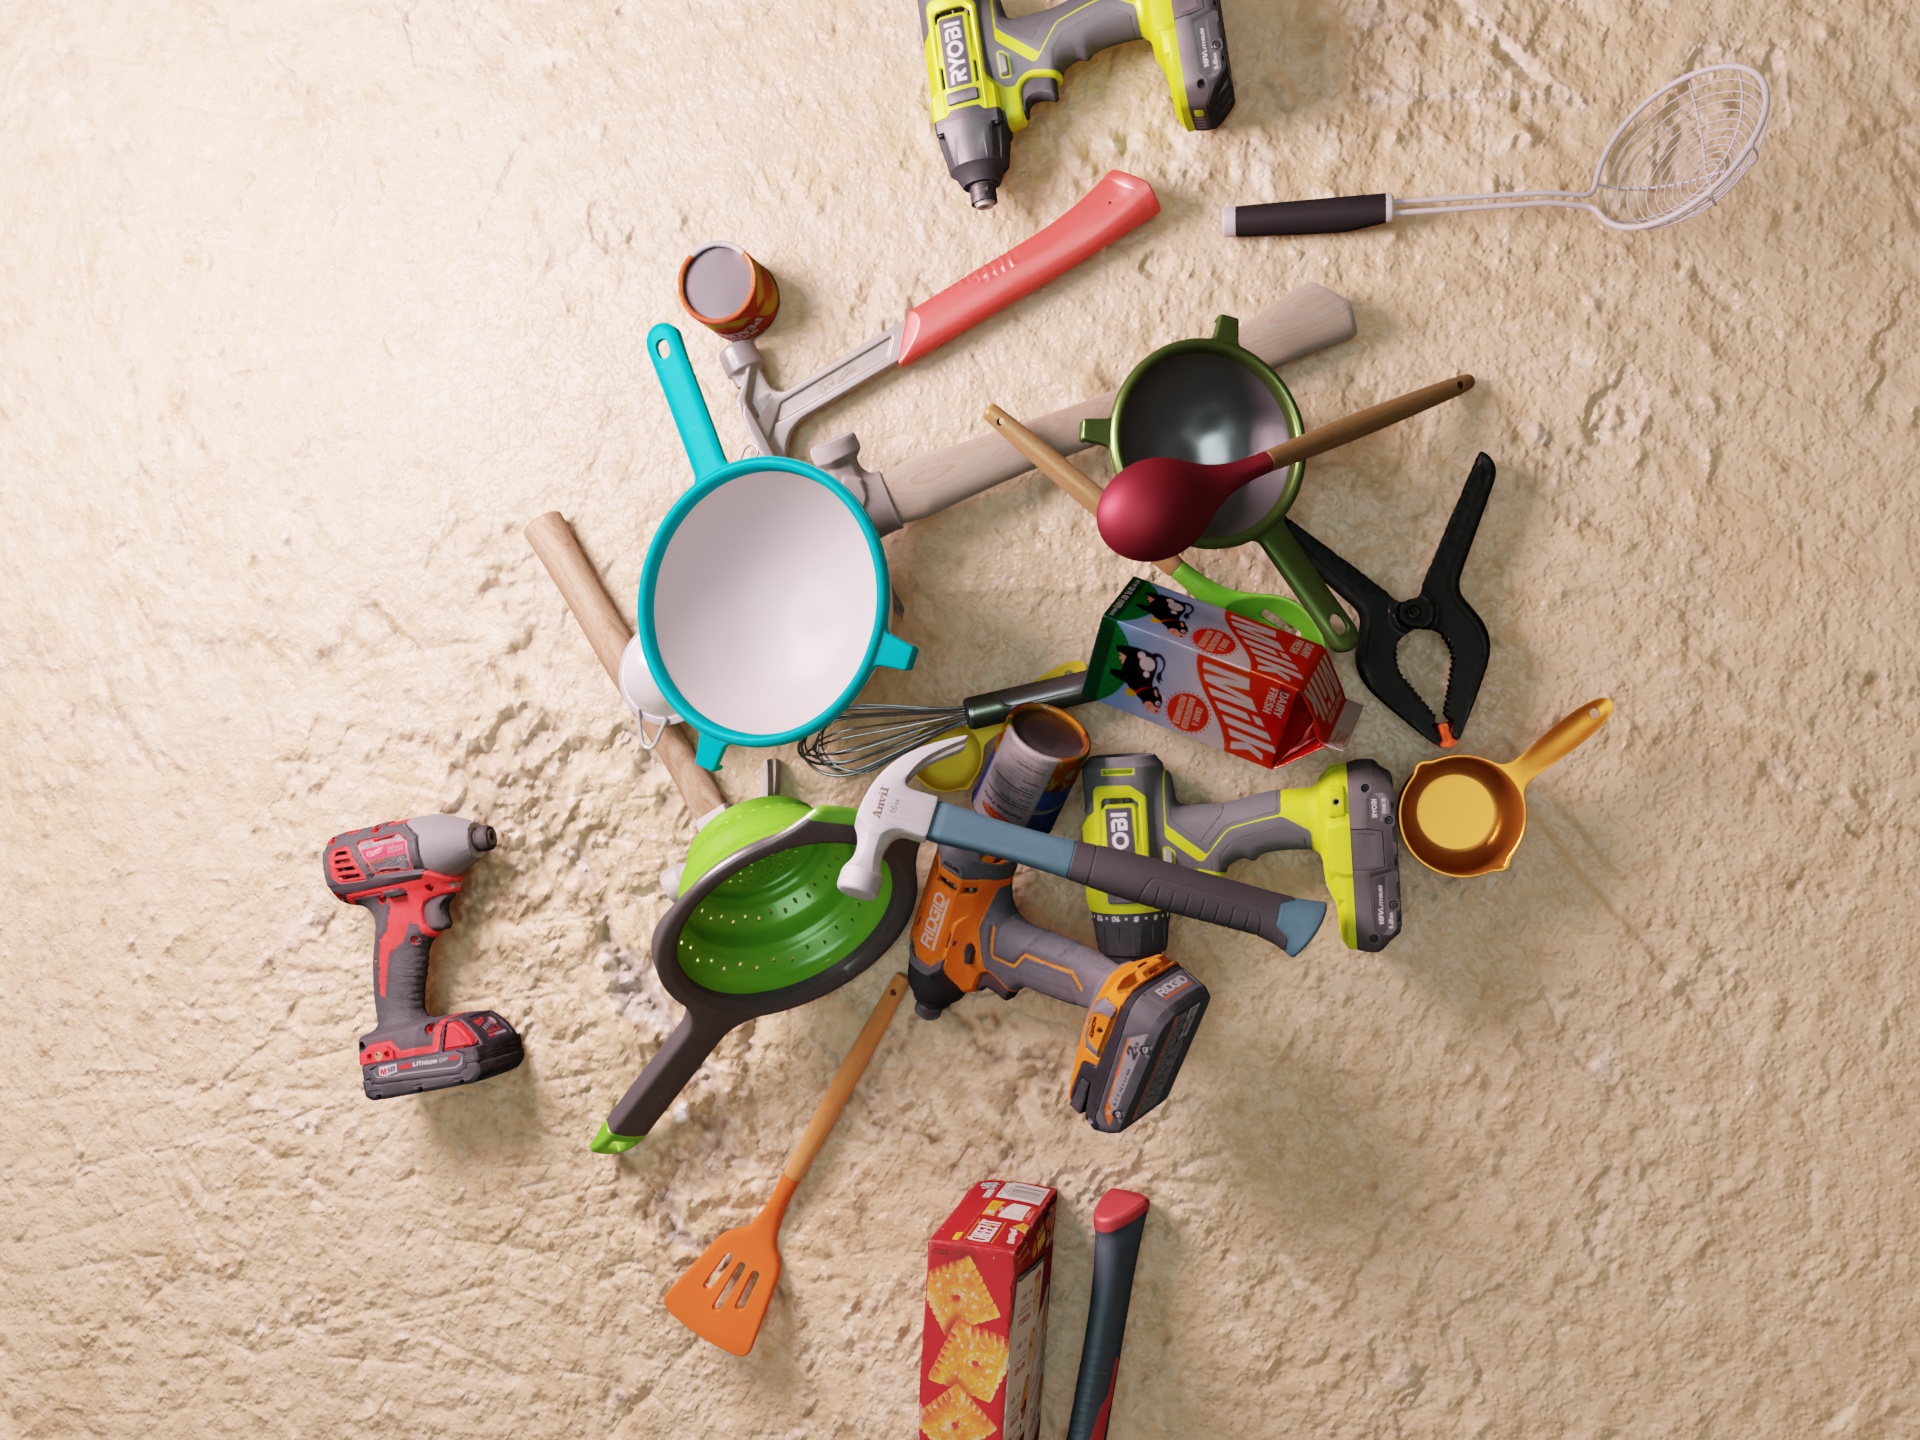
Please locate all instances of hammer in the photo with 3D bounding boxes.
[{"bbox_3d":[-0.006,-0.305,1.228,0.359,0.036,0.149,-28,85,10],"label":"hammer"},{"bbox_3d":[0.103,0.549,1.189,0.038,0.143,0.386,3,79,48],"label":"hammer"},{"bbox_3d":[-0.255,-0.025,1.281,0.130,0.031,0.331,-32,84,10],"label":"hammer"},{"bbox_3d":[0.101,-0.216,1.198,0.410,0.038,0.146,-21,104,7],"label":"hammer"},{"bbox_3d":[0.090,0.102,1.106,0.331,0.033,0.128,16,71,1],"label":"hammer"}]

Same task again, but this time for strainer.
[{"bbox_3d":[0.199,-0.152,1.153,0.151,0.069,0.256,-39,99,-15],"label":"strainer"},{"bbox_3d":[-0.210,-0.103,1.248,0.087,0.050,0.258,16,79,20],"label":"strainer"},{"bbox_3d":[-0.152,-0.142,1.199,0.211,0.095,0.340,-27,76,21],"label":"strainer"}]

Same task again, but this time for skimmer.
[{"bbox_3d":[0.367,-0.392,1.126,0.363,0.090,0.127,0,59,14],"label":"skimmer"}]

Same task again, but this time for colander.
[{"bbox_3d":[-0.190,0.184,1.236,0.397,0.204,0.095,-52,46,23],"label":"colander"}]

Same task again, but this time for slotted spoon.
[{"bbox_3d":[0.141,-0.131,1.176,0.313,0.031,0.070,39,106,-3],"label":"slotted spoon"}]

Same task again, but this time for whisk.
[{"bbox_3d":[-0.002,-0.004,1.196,0.246,0.059,0.058,-13,55,-5],"label":"whisk"}]

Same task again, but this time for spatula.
[{"bbox_3d":[-0.123,0.341,1.250,0.081,0.041,0.322,30,95,11],"label":"spatula"}]

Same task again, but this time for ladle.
[{"bbox_3d":[0.237,-0.189,1.117,0.315,0.031,0.069,-24,96,-18],"label":"ladle"}]

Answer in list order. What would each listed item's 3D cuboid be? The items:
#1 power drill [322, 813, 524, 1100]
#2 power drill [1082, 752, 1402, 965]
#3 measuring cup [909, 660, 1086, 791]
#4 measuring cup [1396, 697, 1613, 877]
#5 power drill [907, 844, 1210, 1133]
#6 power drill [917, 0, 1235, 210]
[{"bbox_3d":[-0.432,0.187,1.297,0.143,0.078,0.220,-12,85,11],"label":"power drill"},{"bbox_3d":[0.203,0.116,1.168,0.228,0.080,0.190,-3,91,14],"label":"power drill"},{"bbox_3d":[0.031,0.001,1.232,0.156,0.029,0.062,-33,83,-2],"label":"measuring cup"},{"bbox_3d":[0.391,0.041,1.142,0.173,0.052,0.095,-39,83,7],"label":"measuring cup"},{"bbox_3d":[0.055,0.198,1.166,0.227,0.084,0.164,33,120,28],"label":"power drill"},{"bbox_3d":[0.086,-0.487,1.192,0.223,0.080,0.171,-9,88,15],"label":"power drill"}]
